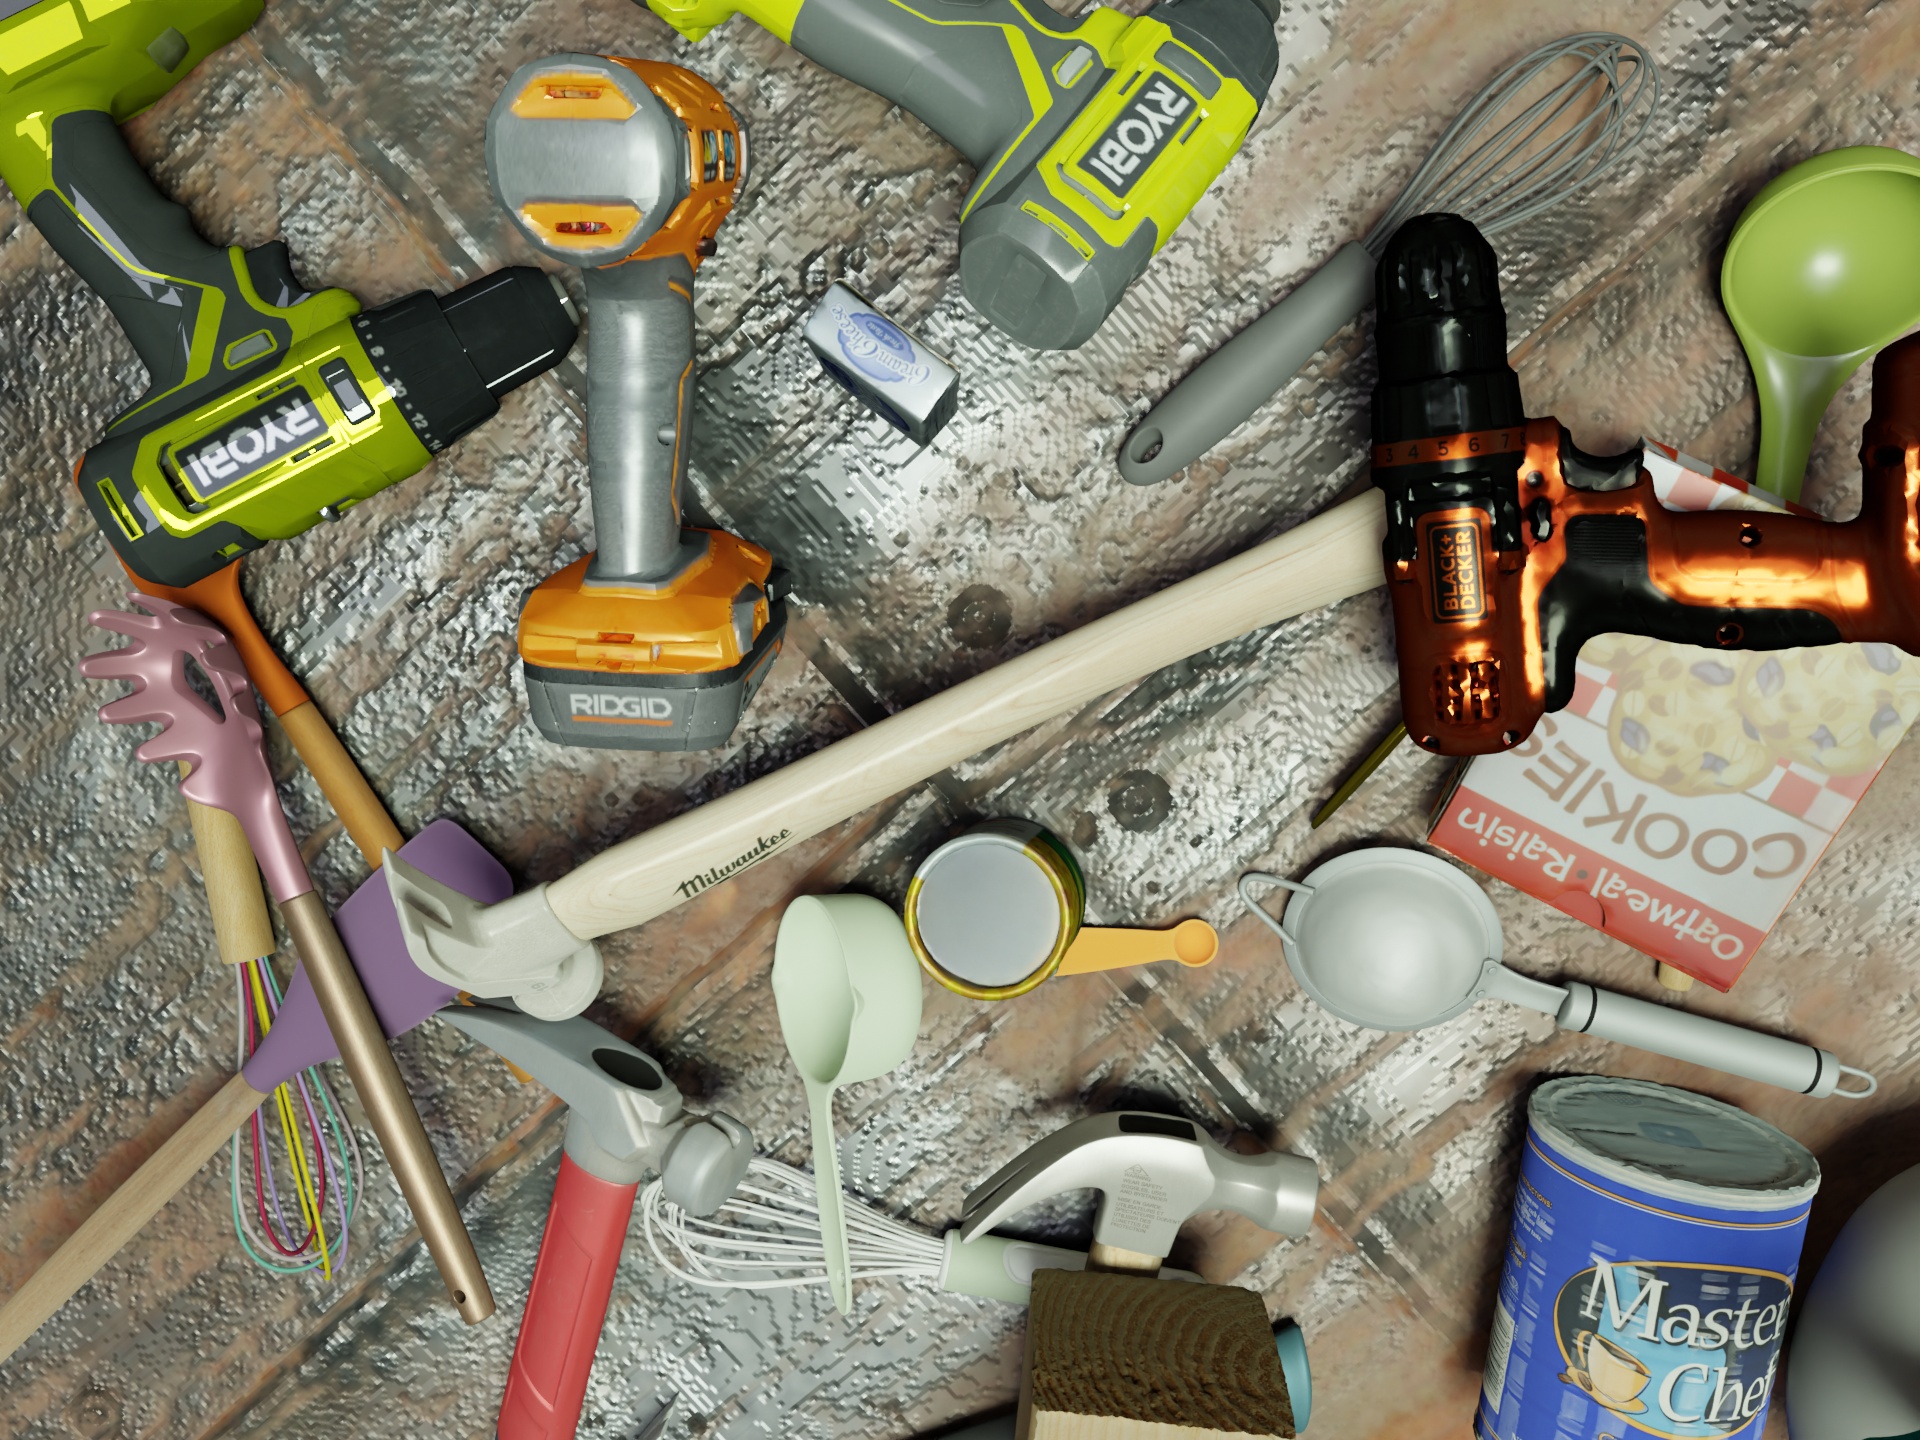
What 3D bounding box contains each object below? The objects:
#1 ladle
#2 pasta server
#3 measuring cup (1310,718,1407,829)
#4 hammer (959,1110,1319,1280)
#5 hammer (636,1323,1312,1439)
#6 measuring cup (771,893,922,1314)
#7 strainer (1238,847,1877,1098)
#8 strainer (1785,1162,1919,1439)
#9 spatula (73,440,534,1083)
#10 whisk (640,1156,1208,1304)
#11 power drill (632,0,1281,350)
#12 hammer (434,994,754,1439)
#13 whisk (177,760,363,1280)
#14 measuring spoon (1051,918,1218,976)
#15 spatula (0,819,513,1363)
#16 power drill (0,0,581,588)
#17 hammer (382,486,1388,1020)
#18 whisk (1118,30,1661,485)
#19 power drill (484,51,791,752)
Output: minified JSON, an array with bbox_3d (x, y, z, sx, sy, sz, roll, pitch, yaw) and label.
[{"bbox_3d":[0.301,-0.046,0.595,0.078,0.062,0.320,8,102,10],"label":"ladle"},{"bbox_3d":[-0.257,0.097,0.629,0.060,0.040,0.316,-22,92,21],"label":"pasta server"},{"bbox_3d":[0.178,-0.022,0.618,0.029,0.062,0.156,43,113,18],"label":"measuring cup"},{"bbox_3d":[0.039,0.313,0.651,0.130,0.031,0.331,13,102,0],"label":"hammer"},{"bbox_3d":[-0.005,0.327,0.691,0.331,0.033,0.128,-19,98,7],"label":"hammer"},{"bbox_3d":[-0.040,0.152,0.639,0.038,0.083,0.167,-5,90,-29],"label":"measuring cup"},{"bbox_3d":[0.236,0.111,0.628,0.258,0.050,0.086,15,119,2],"label":"strainer"},{"bbox_3d":[0.325,0.227,0.547,0.095,0.340,0.211,17,91,47],"label":"strainer"},{"bbox_3d":[-0.263,0.014,0.670,0.081,0.041,0.322,-28,100,7],"label":"spatula"},{"bbox_3d":[-0.014,0.225,0.670,0.246,0.058,0.059,11,136,-1],"label":"whisk"},{"bbox_3d":[-0.001,-0.256,0.560,0.223,0.080,0.171,37,68,-2],"label":"power drill"},{"bbox_3d":[-0.196,0.305,0.682,0.143,0.038,0.386,24,109,23],"label":"hammer"},{"bbox_3d":[-0.302,0.123,0.682,0.051,0.047,0.245,-11,93,-1],"label":"whisk"},{"bbox_3d":[0.049,0.095,0.663,0.117,0.011,0.021,-5,90,9],"label":"measuring spoon"},{"bbox_3d":[-0.305,0.168,0.653,0.316,0.018,0.060,-45,94,-2],"label":"spatula"},{"bbox_3d":[-0.275,-0.189,0.605,0.190,0.080,0.228,-30,97,-7],"label":"power drill"},{"bbox_3d":[-0.001,-0.002,0.580,0.410,0.146,0.038,-25,69,-2],"label":"hammer"},{"bbox_3d":[0.154,-0.167,0.595,0.239,0.055,0.055,-40,94,14],"label":"whisk"},{"bbox_3d":[-0.109,-0.120,0.580,0.084,0.164,0.226,3,112,4],"label":"power drill"}]
